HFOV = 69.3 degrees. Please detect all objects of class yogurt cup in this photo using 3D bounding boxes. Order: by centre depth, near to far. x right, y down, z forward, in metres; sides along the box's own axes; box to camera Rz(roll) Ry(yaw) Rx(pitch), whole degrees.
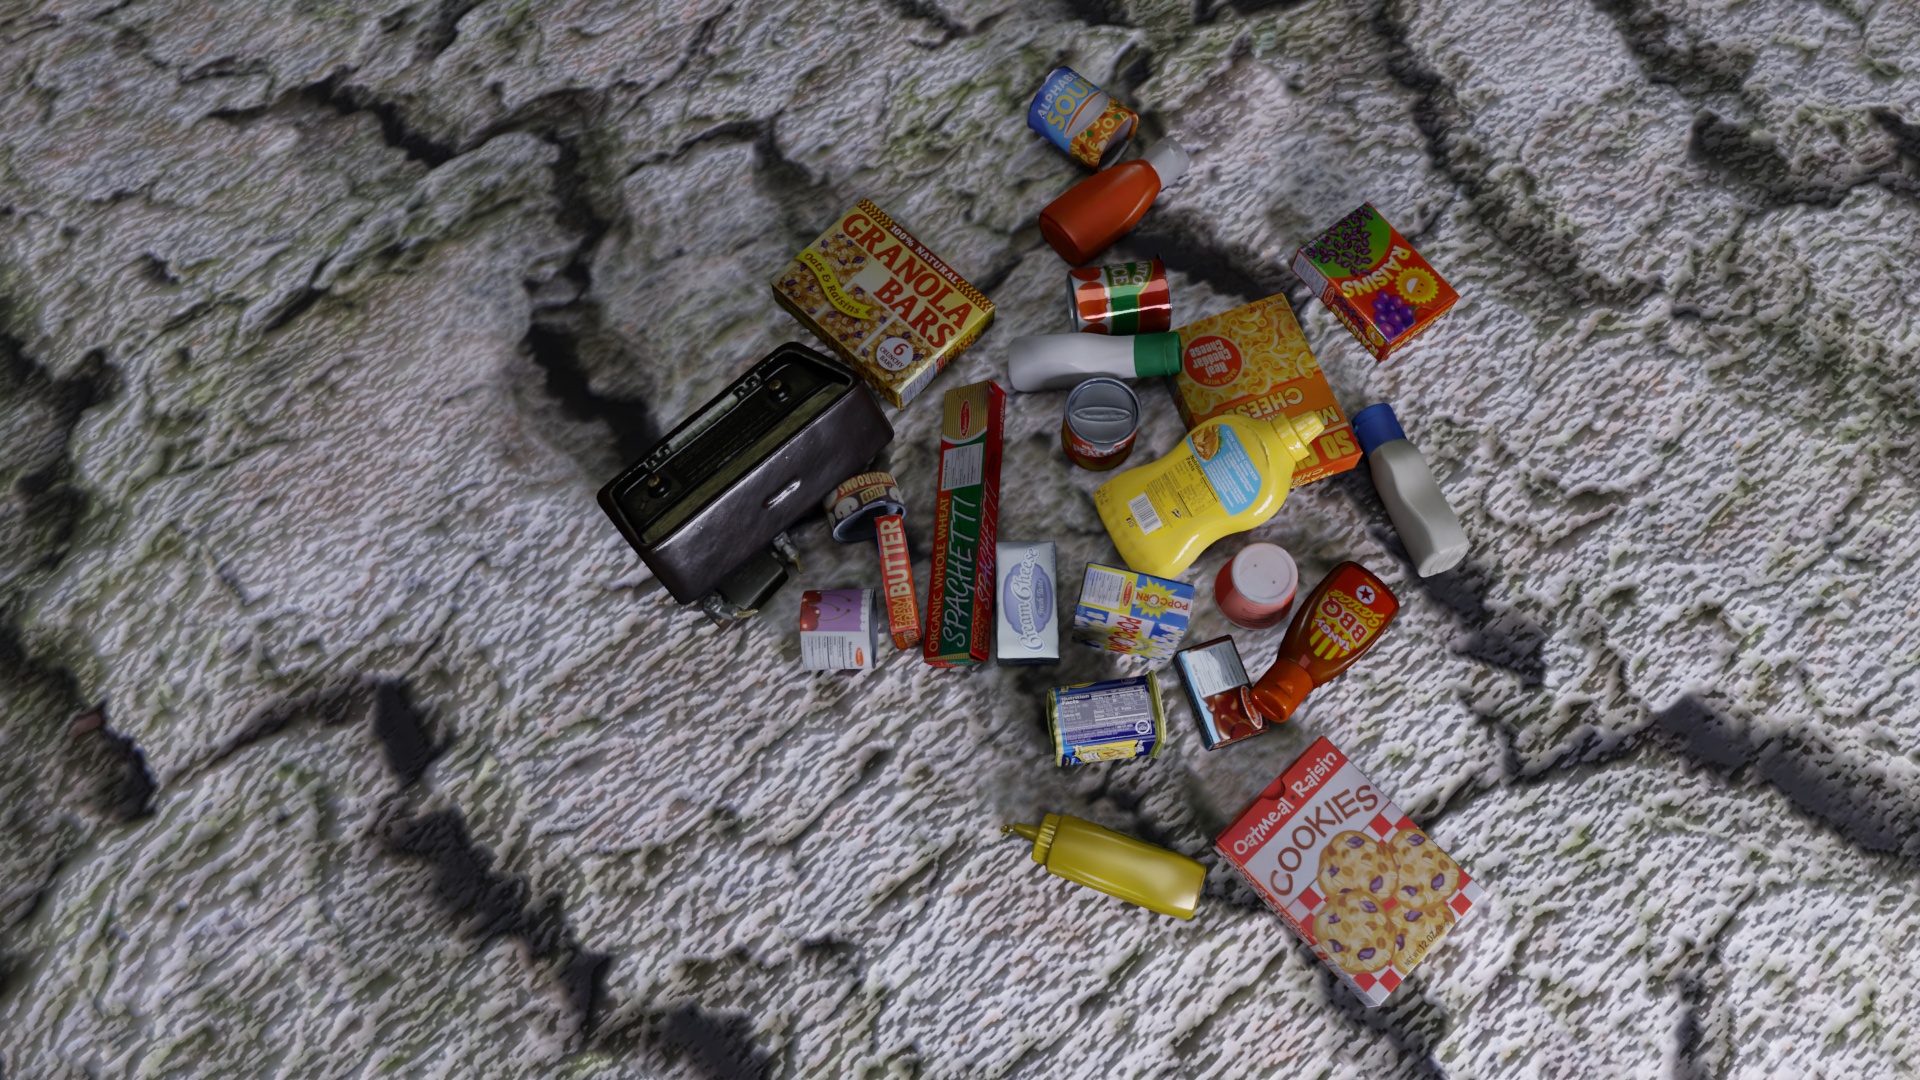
[{"bbox_3d":[0.247,0.035,1.150,0.072,0.053,0.072,-1,70,2],"label":"yogurt cup"}]

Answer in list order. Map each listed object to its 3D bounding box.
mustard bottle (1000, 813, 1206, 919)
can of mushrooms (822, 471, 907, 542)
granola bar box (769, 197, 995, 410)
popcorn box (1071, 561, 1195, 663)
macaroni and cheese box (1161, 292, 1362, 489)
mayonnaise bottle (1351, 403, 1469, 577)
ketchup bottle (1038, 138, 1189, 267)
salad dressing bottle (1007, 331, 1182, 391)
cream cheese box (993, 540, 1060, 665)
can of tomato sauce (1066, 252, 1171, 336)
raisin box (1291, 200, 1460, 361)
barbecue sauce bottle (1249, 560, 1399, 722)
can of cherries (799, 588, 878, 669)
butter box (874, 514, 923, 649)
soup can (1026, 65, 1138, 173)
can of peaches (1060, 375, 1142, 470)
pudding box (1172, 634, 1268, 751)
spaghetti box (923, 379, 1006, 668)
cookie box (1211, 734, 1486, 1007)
[{"bbox_3d":[0.107,0.244,1.070,0.160,0.065,0.049,18,76,11],"label":"mustard bottle"},{"bbox_3d":[-0.080,-0.029,1.169,0.071,0.070,0.033,-19,69,-6],"label":"can of mushrooms"},{"bbox_3d":[-0.070,-0.215,1.254,0.166,0.039,0.124,42,76,15],"label":"granola bar box"},{"bbox_3d":[0.135,0.059,1.104,0.085,0.126,0.038,12,74,6],"label":"popcorn box"},{"bbox_3d":[0.257,-0.121,1.215,0.124,0.040,0.167,-19,70,-5],"label":"macaroni and cheese box"},{"bbox_3d":[0.378,-0.046,1.175,0.041,0.064,0.148,-17,67,-4],"label":"mayonnaise bottle"},{"bbox_3d":[0.146,-0.318,1.288,0.149,0.043,0.065,-38,75,-12],"label":"ketchup bottle"},{"bbox_3d":[0.117,-0.158,1.207,0.147,0.064,0.044,-2,70,15],"label":"salad dressing bottle"},{"bbox_3d":[0.055,0.053,1.162,0.053,0.024,0.104,-2,69,2],"label":"cream cheese box"},{"bbox_3d":[0.140,-0.215,1.236,0.083,0.071,0.071,-8,70,-2],"label":"can of tomato sauce"},{"bbox_3d":[0.374,-0.235,1.256,0.086,0.040,0.123,-34,74,-12],"label":"raisin box"},{"bbox_3d":[0.290,0.084,1.122,0.065,0.043,0.149,43,65,8],"label":"barbecue sauce bottle"},{"bbox_3d":[-0.099,0.071,1.137,0.058,0.071,0.072,-2,70,1],"label":"can of cherries"},{"bbox_3d":[-0.051,0.035,1.154,0.024,0.053,0.104,-10,70,0],"label":"butter box"},{"bbox_3d":[0.114,-0.395,1.302,0.084,0.071,0.071,38,75,13],"label":"soup can"},{"bbox_3d":[0.120,-0.098,1.199,0.071,0.058,0.071,0,70,0],"label":"can of peaches"},{"bbox_3d":[0.211,0.124,1.130,0.050,0.030,0.084,-17,71,-7],"label":"pudding box"},{"bbox_3d":[0.004,-0.015,1.174,0.050,0.028,0.251,-10,66,33],"label":"spaghetti box"},{"bbox_3d":[0.297,0.253,1.075,0.123,0.040,0.168,-41,74,-13],"label":"cookie box"}]
